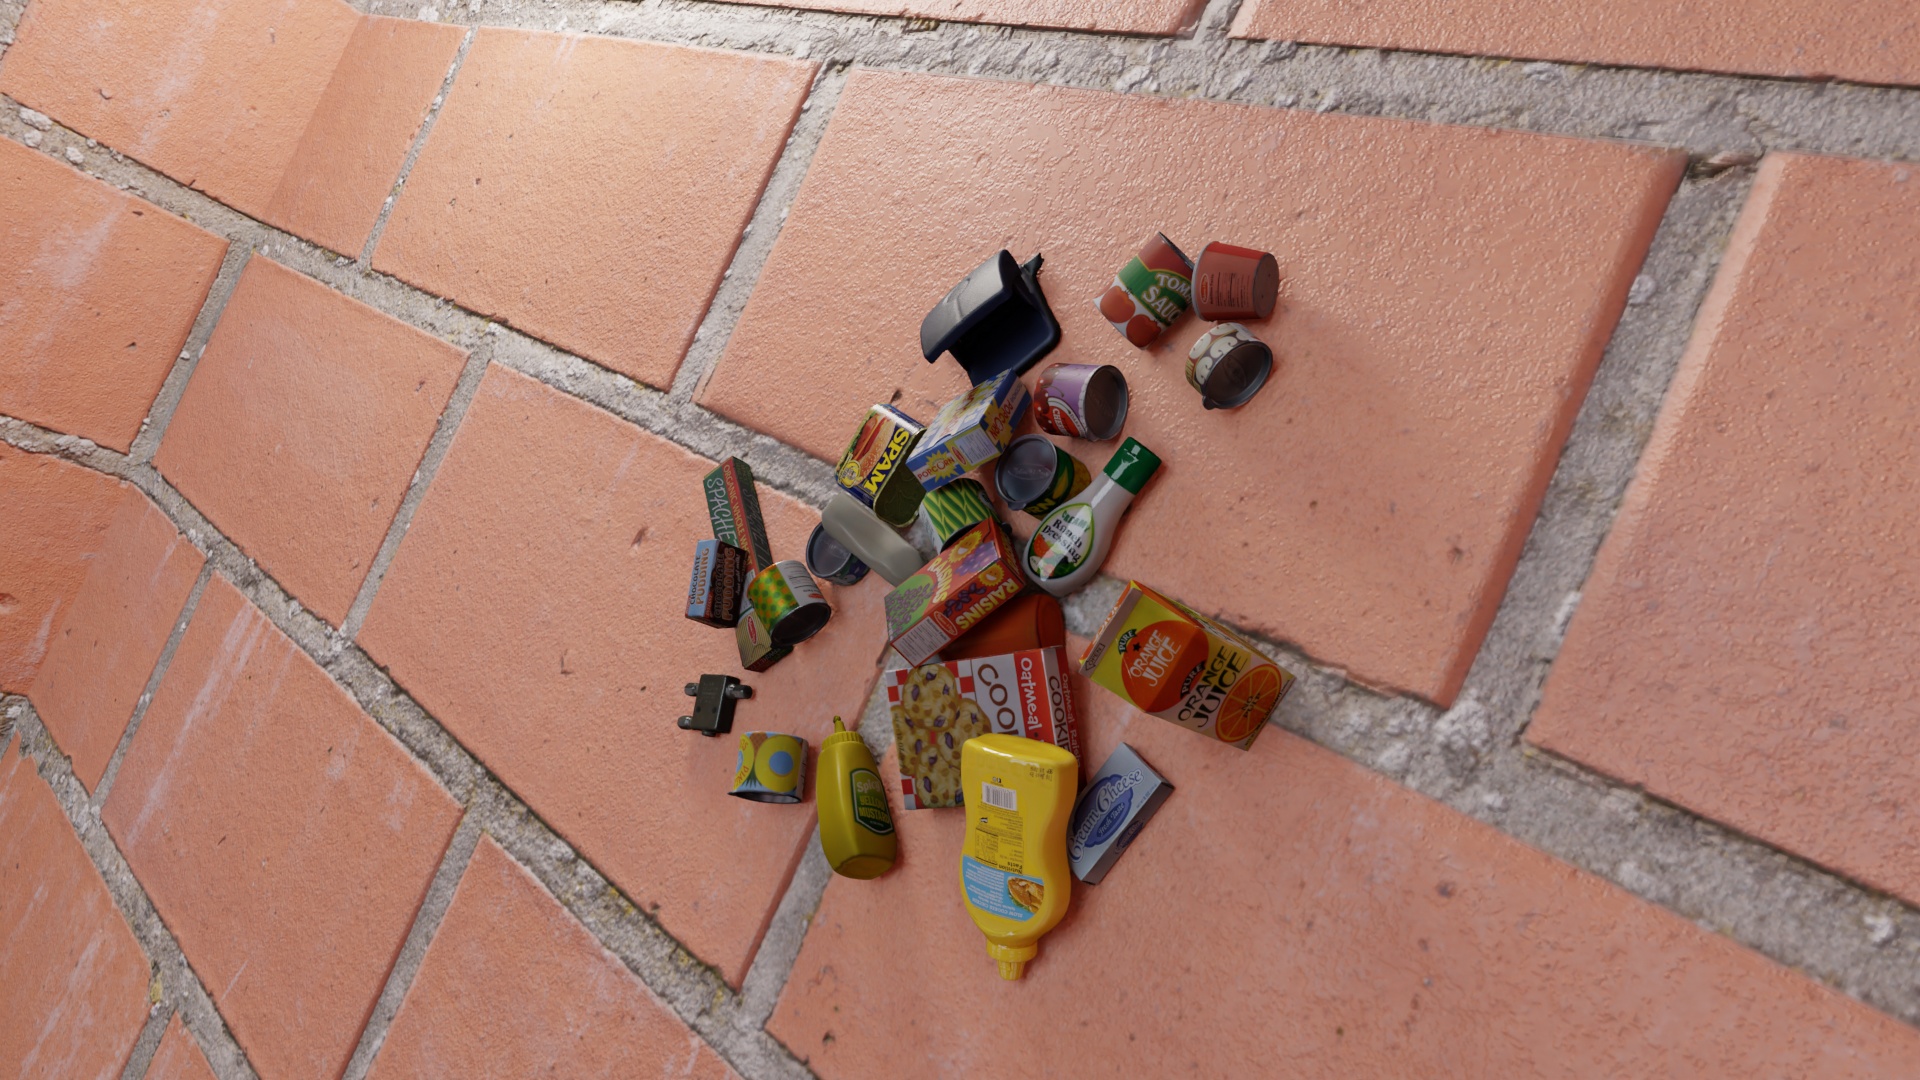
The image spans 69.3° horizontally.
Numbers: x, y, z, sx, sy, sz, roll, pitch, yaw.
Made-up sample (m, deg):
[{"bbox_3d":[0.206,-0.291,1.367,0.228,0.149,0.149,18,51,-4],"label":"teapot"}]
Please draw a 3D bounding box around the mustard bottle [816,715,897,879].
[{"bbox_3d":[-0.100,0.223,1.253,0.048,0.065,0.161,-37,49,27],"label":"mustard bottle"}]

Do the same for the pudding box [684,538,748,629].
[{"bbox_3d":[-0.249,0.044,1.417,0.030,0.049,0.084,-5,69,37],"label":"pudding box"}]

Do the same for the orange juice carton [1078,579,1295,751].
[{"bbox_3d":[0.157,0.088,1.012,0.073,0.192,0.071,37,98,43],"label":"orange juice carton"}]

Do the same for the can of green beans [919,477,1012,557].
[{"bbox_3d":[0.002,-0.015,1.267,0.071,0.071,0.058,-41,51,19],"label":"can of green beans"}]

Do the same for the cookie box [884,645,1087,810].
[{"bbox_3d":[0.020,0.160,1.174,0.167,0.040,0.123,-12,84,35],"label":"cookie box"}]

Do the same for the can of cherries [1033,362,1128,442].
[{"bbox_3d":[0.105,-0.122,1.226,0.058,0.071,0.071,10,79,41],"label":"can of cherries"}]

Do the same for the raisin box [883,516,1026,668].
[{"bbox_3d":[-0.007,0.044,1.203,0.123,0.040,0.086,-37,22,11],"label":"raisin box"}]

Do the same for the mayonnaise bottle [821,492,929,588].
[{"bbox_3d":[-0.064,0.015,1.296,0.148,0.064,0.041,37,77,21],"label":"mayonnaise bottle"}]

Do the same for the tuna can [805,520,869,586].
[{"bbox_3d":[-0.118,0.008,1.377,0.071,0.033,0.071,-16,63,34],"label":"tuna can"}]

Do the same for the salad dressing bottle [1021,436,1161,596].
[{"bbox_3d":[0.114,-0.021,1.193,0.064,0.044,0.147,42,100,28],"label":"salad dressing bottle"}]

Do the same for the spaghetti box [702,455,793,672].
[{"bbox_3d":[-0.226,0.021,1.462,0.050,0.028,0.251,-35,53,23],"label":"spaghetti box"}]

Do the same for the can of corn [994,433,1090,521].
[{"bbox_3d":[0.072,-0.051,1.230,0.071,0.058,0.071,-16,63,34],"label":"can of corn"}]

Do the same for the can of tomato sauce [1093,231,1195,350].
[{"bbox_3d":[0.168,-0.217,1.216,0.083,0.071,0.071,-45,50,17],"label":"can of tomato sauce"}]

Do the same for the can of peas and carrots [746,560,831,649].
[{"bbox_3d":[-0.171,0.063,1.368,0.071,0.071,0.059,-44,61,17],"label":"can of peas and carrots"}]

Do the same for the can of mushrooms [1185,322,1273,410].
[{"bbox_3d":[0.219,-0.142,1.144,0.071,0.071,0.033,-48,49,14],"label":"can of mushrooms"}]

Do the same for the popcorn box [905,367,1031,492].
[{"bbox_3d":[0.009,-0.102,1.272,0.085,0.038,0.127,-26,19,28],"label":"popcorn box"}]

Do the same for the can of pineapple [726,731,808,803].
[{"bbox_3d":[-0.181,0.216,1.317,0.071,0.071,0.058,-10,65,36],"label":"can of pineapple"}]

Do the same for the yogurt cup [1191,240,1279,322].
[{"bbox_3d":[0.233,-0.216,1.167,0.054,0.072,0.072,12,80,33],"label":"yogurt cup"}]

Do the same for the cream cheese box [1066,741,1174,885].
[{"bbox_3d":[0.118,0.217,1.104,0.103,0.024,0.053,-53,47,8],"label":"cream cheese box"}]

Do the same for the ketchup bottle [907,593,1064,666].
[{"bbox_3d":[0.019,0.089,1.224,0.148,0.043,0.065,-14,68,35],"label":"ketchup bottle"}]
